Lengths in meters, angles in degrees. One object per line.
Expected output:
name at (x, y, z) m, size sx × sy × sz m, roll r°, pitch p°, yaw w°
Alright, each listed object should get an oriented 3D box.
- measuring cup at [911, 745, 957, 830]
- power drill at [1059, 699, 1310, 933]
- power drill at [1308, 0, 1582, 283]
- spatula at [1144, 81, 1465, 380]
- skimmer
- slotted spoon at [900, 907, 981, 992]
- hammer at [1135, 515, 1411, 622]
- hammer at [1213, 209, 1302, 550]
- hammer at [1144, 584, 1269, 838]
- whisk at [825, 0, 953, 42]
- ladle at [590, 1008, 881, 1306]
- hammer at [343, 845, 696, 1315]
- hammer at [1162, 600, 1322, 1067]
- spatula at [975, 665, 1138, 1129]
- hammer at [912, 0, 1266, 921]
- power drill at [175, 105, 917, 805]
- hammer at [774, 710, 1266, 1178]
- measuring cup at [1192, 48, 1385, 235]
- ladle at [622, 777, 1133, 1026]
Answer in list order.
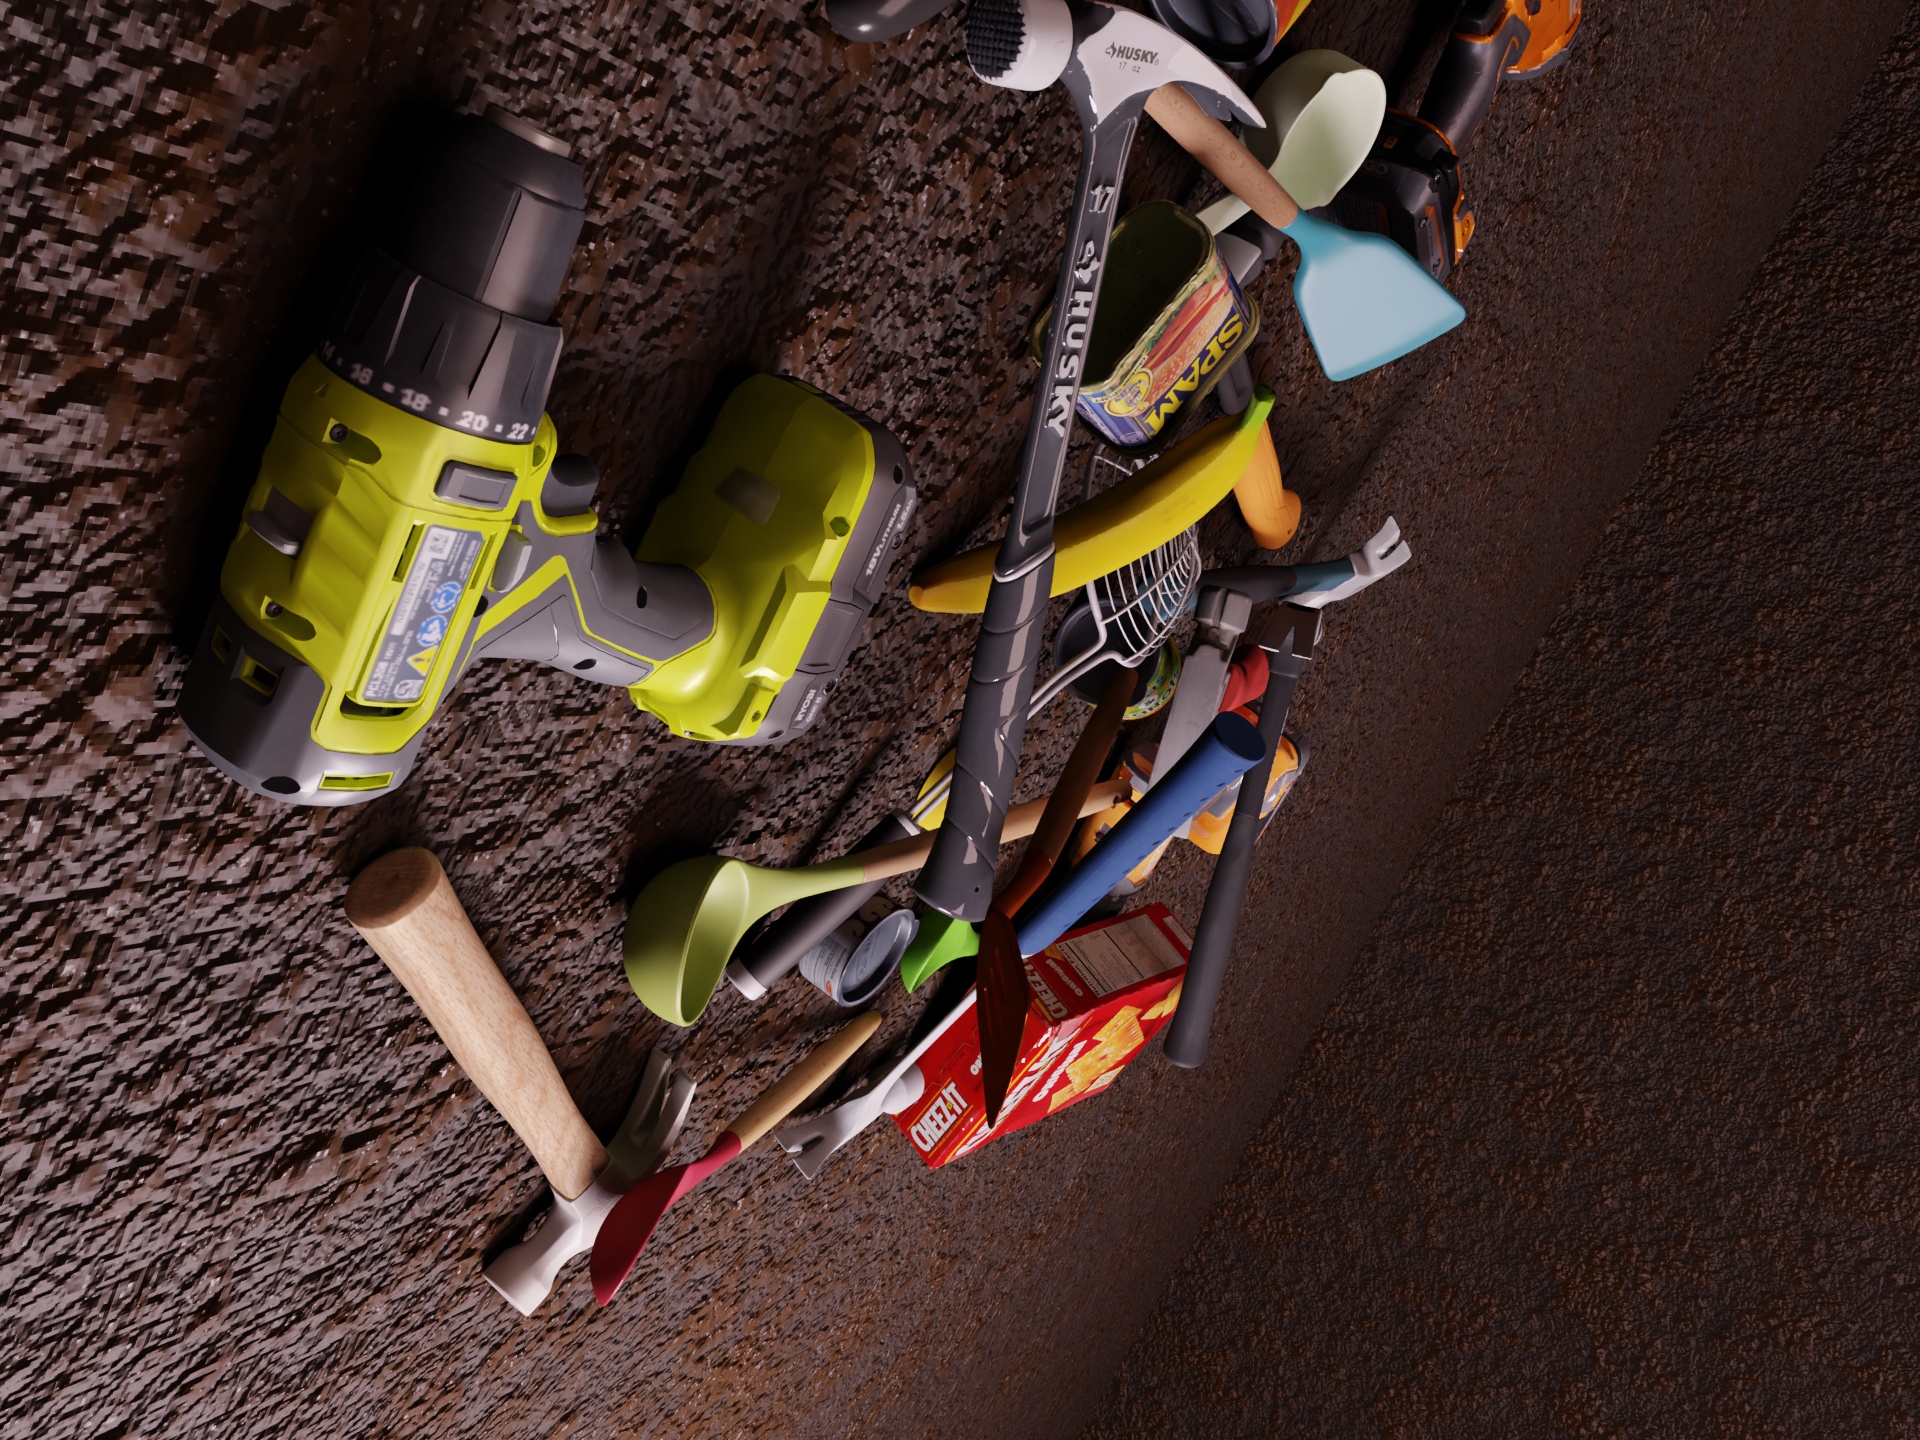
measuring cup at (0.006, 0.071, 0.965) m, size 0.062 × 0.029 × 0.156 m, roll -47°, pitch 153°, yaw -23°
power drill at (0.161, 0.084, 1.231) m, size 0.226 × 0.084 × 0.185 m, roll -20°, pitch 143°, yaw -49°
power drill at (0.282, -0.372, 0.902) m, size 0.226 × 0.084 × 0.164 m, roll -59°, pitch 155°, yaw -6°
spatula at (0.151, -0.248, 0.772) m, size 0.082 × 0.044 × 0.317 m, roll -23°, pitch 159°, yaw 31°
skimmer at (-0.001, -0.003, 0.859) m, size 0.363 × 0.090 × 0.127 m, roll -44°, pitch 141°, yaw -6°
slotted spoon at (0.021, 0.160, 1.115) m, size 0.070 × 0.031 × 0.313 m, roll -58°, pitch 159°, yaw 1°
hammer at (0.220, -0.097, 1.133) m, size 0.128 × 0.033 × 0.331 m, roll -32°, pitch 168°, yaw 36°
hammer at (0.172, -0.175, 0.983) m, size 0.127 × 0.034 × 0.336 m, roll -57°, pitch 157°, yaw -4°
hammer at (0.179, -0.013, 1.093) m, size 0.359 × 0.037 × 0.149 m, roll -11°, pitch 115°, yaw -75°
whisk at (0.062, -0.318, 0.560) m, size 0.296 × 0.073 × 0.073 m, roll -42°, pitch 153°, yaw -20°
ladle at (-0.112, 0.221, 0.874) m, size 0.069 × 0.031 × 0.315 m, roll -55°, pitch 169°, yaw 22°
hammer at (-0.187, 0.151, 0.682) m, size 0.130 × 0.031 × 0.331 m, roll -45°, pitch 154°, yaw -26°
hammer at (0.196, 0.082, 1.112) m, size 0.146 × 0.035 × 0.335 m, roll -12°, pitch 116°, yaw -75°
spatula at (0.054, 0.061, 0.794) m, size 0.323 × 0.041 × 0.081 m, roll -59°, pitch 165°, yaw -52°
hammer at (0.034, -0.091, 0.695) m, size 0.149 × 0.036 × 0.408 m, roll -11°, pitch 121°, yaw -41°
power drill at (-0.112, -0.070, 0.502) m, size 0.228 × 0.080 × 0.190 m, roll 1°, pitch 118°, yaw -61°
hammer at (0.031, 0.140, 0.937) m, size 0.405 × 0.035 × 0.144 m, roll -49°, pitch 165°, yaw 31°
measuring cup at (0.140, -0.278, 0.805) m, size 0.167 × 0.038 × 0.083 m, roll -35°, pitch 151°, yaw -9°
ladle at (-0.023, 0.073, 0.787) m, size 0.320 × 0.062 × 0.078 m, roll -13°, pitch 126°, yaw -38°
